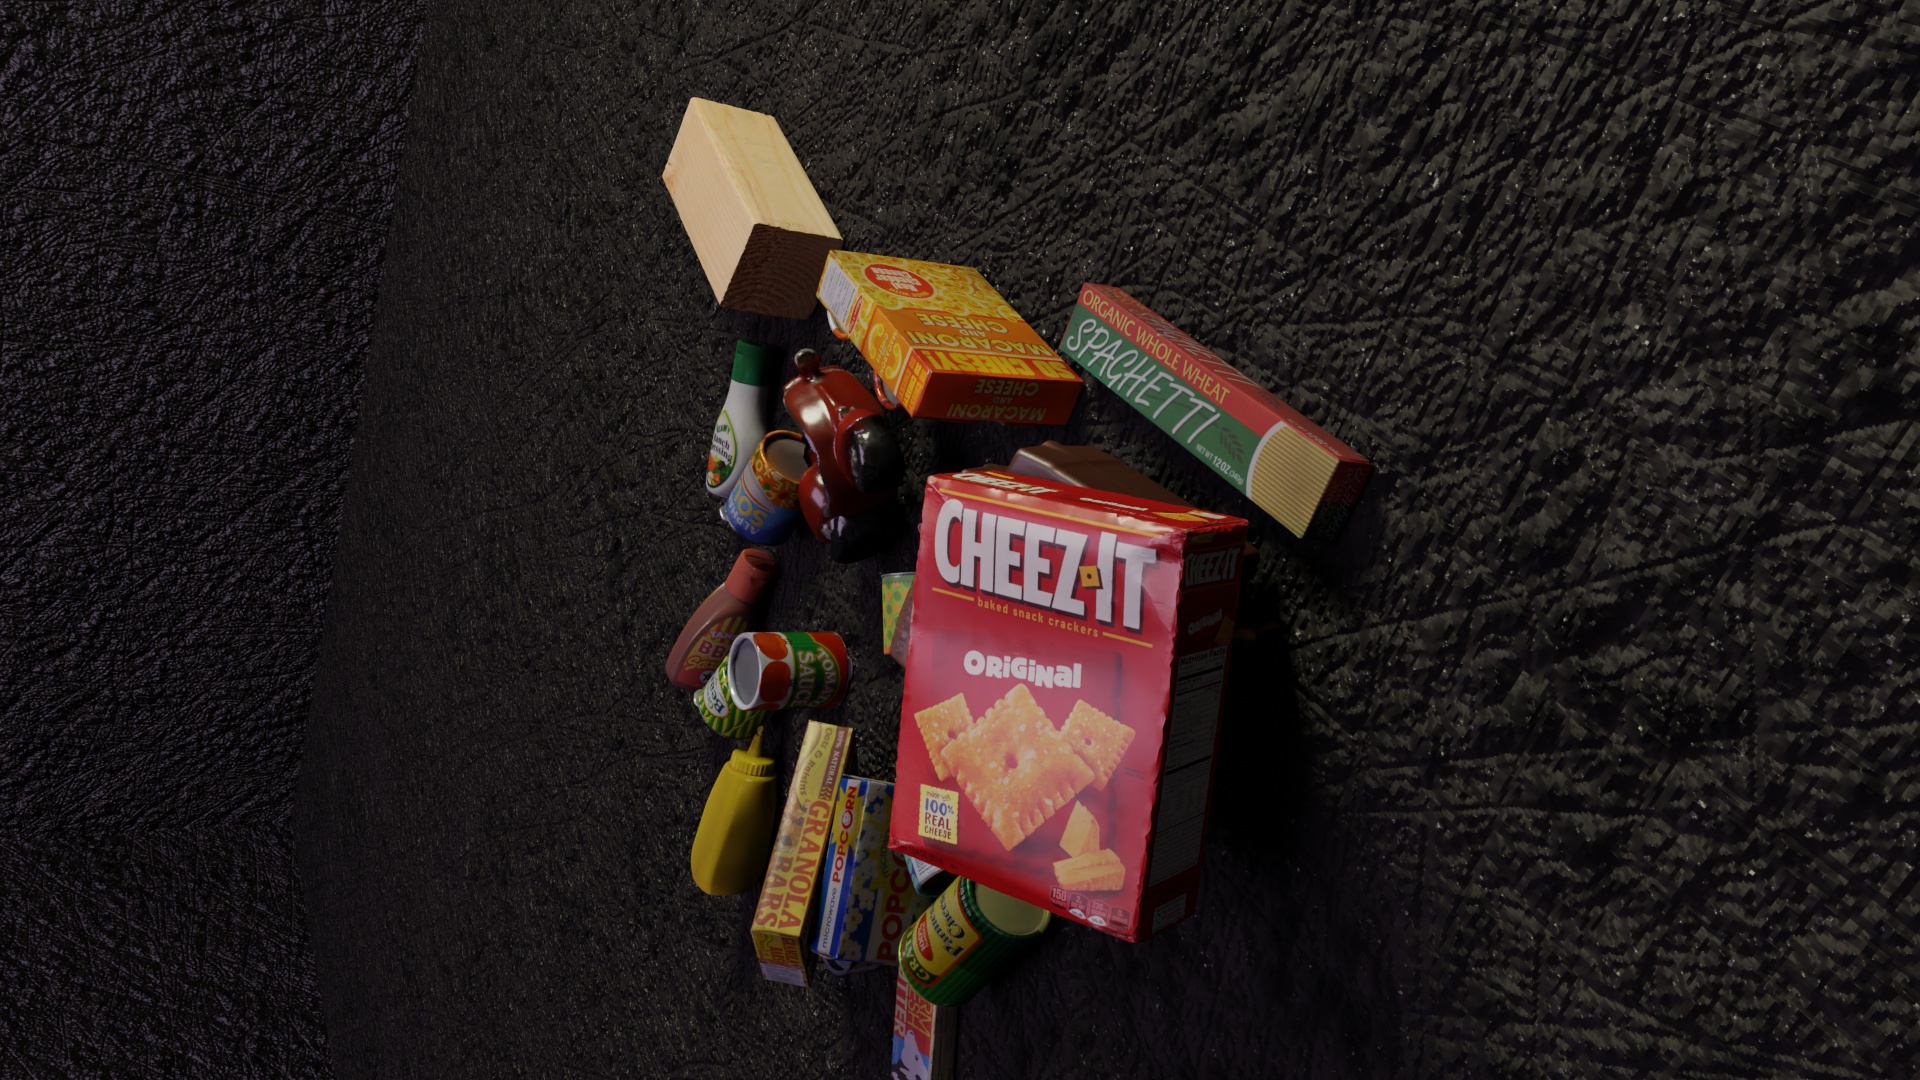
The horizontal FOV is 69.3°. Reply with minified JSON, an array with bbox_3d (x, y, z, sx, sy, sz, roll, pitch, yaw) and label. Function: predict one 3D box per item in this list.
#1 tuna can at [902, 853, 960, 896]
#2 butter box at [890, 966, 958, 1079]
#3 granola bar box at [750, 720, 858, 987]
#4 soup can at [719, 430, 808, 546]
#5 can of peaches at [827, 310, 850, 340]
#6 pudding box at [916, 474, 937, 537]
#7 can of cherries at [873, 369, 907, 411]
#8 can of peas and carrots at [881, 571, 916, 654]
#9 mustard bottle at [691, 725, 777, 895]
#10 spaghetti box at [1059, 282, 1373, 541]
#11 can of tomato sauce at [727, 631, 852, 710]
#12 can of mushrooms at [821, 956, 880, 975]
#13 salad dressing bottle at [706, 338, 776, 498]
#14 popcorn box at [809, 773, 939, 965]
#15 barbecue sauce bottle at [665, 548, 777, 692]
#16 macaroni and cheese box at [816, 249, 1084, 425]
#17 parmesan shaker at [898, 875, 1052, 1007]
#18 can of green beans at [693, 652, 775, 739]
[{"bbox_3d":[-0.004,0.222,0.974,0.070,0.071,0.033,-52,49,40],"label":"tuna can"},{"bbox_3d":[-0.026,0.356,1.029,0.053,0.024,0.103,7,94,55],"label":"butter box"},{"bbox_3d":[-0.114,0.238,1.053,0.123,0.039,0.166,94,-173,-56],"label":"granola bar box"},{"bbox_3d":[-0.164,-0.046,1.218,0.083,0.071,0.071,-54,47,39],"label":"soup can"},{"bbox_3d":[-0.065,-0.189,1.096,0.071,0.058,0.071,-6,83,56],"label":"can of peaches"},{"bbox_3d":[0.004,-0.013,1.008,0.084,0.030,0.049,33,116,52],"label":"pudding box"},{"bbox_3d":[-0.024,-0.125,1.031,0.071,0.058,0.071,-7,82,56],"label":"can of cherries"},{"bbox_3d":[-0.024,0.053,1.010,0.071,0.071,0.059,-10,81,55],"label":"can of peas and carrots"},{"bbox_3d":[-0.198,0.240,1.258,0.049,0.065,0.160,25,103,48],"label":"mustard bottle"},{"bbox_3d":[0.139,-0.083,0.817,0.251,0.029,0.050,47,125,46],"label":"spaghetti box"},{"bbox_3d":[-0.144,0.110,1.167,0.071,0.083,0.071,-6,83,56],"label":"can of tomato sauce"},{"bbox_3d":[-0.086,0.310,1.112,0.071,0.033,0.071,-5,83,56],"label":"can of mushrooms"},{"bbox_3d":[-0.204,-0.114,1.307,0.064,0.044,0.147,30,112,51],"label":"salad dressing bottle"},{"bbox_3d":[-0.054,0.239,1.004,0.038,0.085,0.127,-5,71,52],"label":"popcorn box"},{"bbox_3d":[-0.220,0.076,1.303,0.148,0.065,0.044,-59,35,22],"label":"barbecue sauce bottle"},{"bbox_3d":[-0.010,-0.139,0.955,0.167,0.124,0.040,54,133,42],"label":"macaroni and cheese box"},{"bbox_3d":[0.009,0.263,0.949,0.102,0.071,0.071,-55,46,38],"label":"parmesan shaker"},{"bbox_3d":[-0.195,0.137,1.255,0.057,0.071,0.071,-51,48,41],"label":"can of green beans"}]
